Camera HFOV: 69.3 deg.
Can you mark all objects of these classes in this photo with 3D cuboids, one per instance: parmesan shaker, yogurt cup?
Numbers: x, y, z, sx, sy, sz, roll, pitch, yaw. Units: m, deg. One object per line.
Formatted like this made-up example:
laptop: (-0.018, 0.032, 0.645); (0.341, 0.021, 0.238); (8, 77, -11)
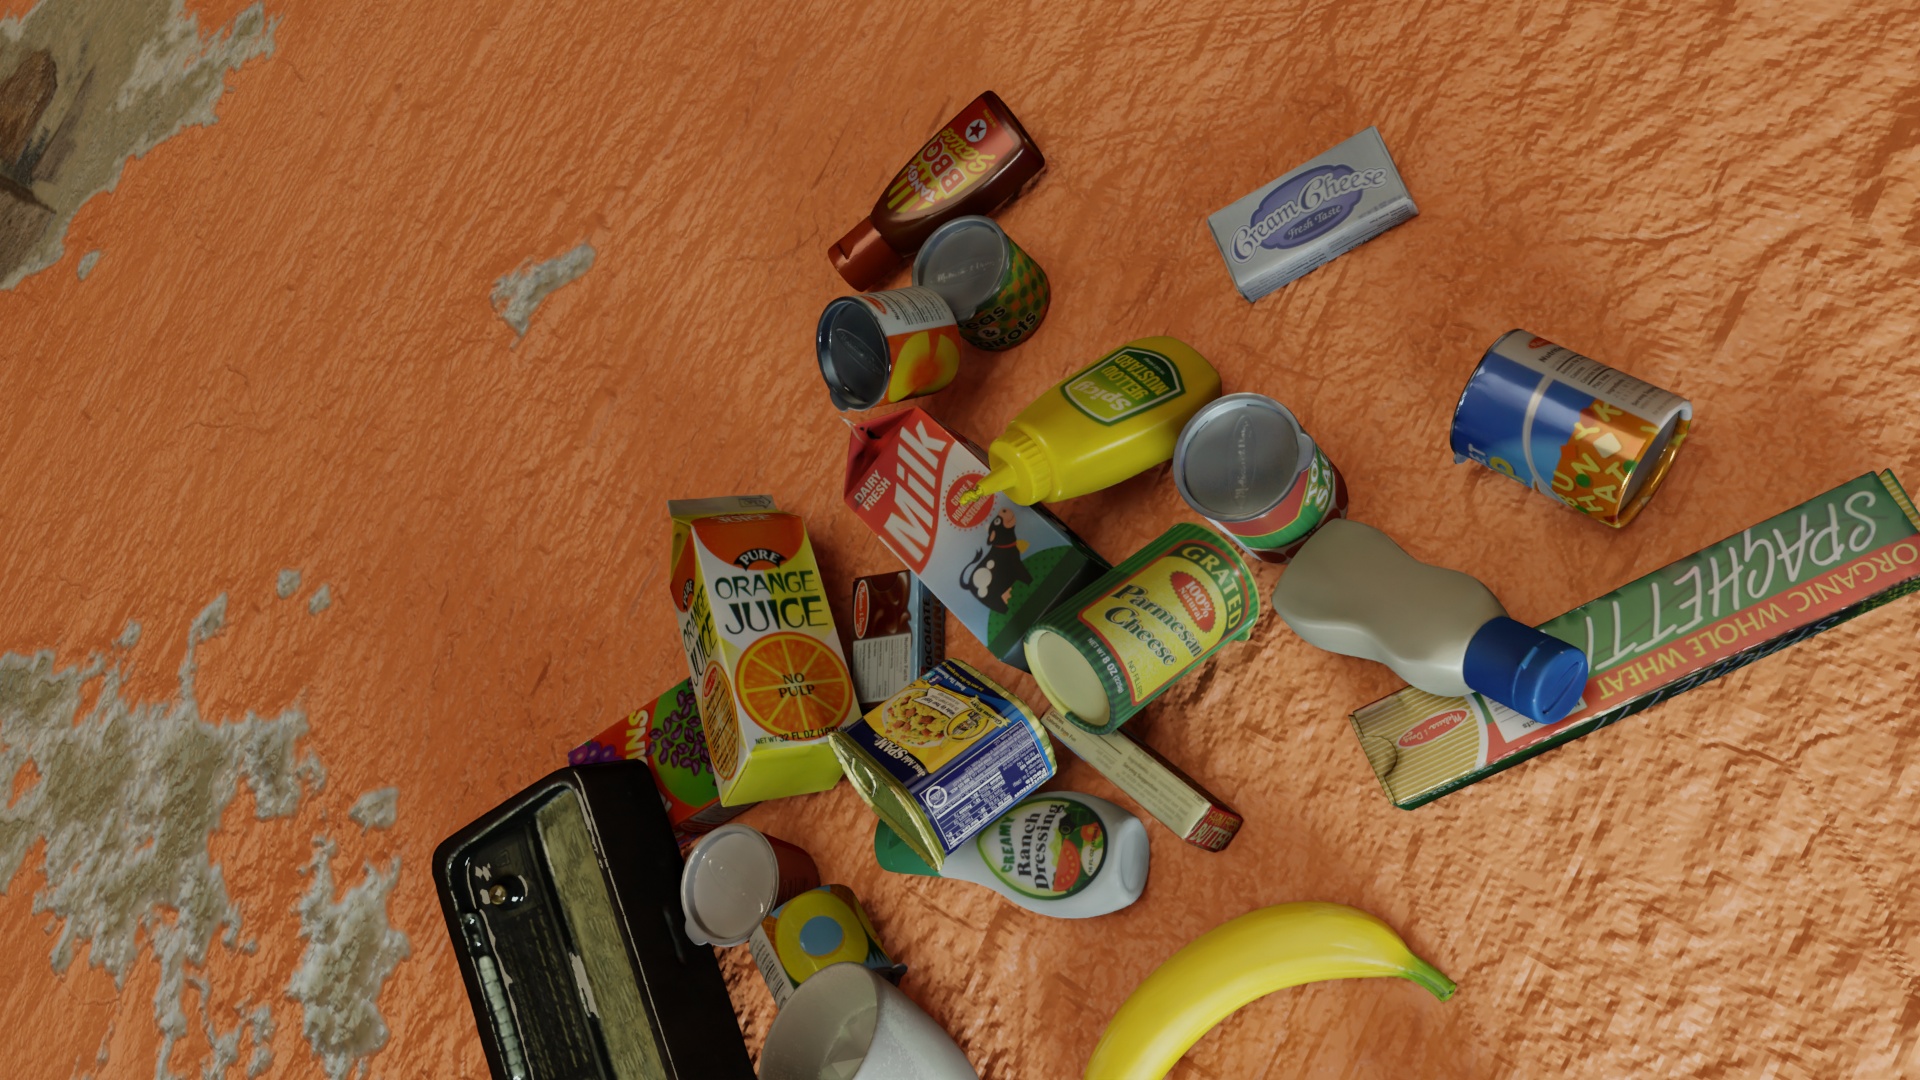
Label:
parmesan shaker: (0.093, 0.046, 0.699); (0.103, 0.071, 0.071); (-33, 51, -26)
yogurt cup: (-0.119, 0.201, 0.805); (0.072, 0.054, 0.072); (-10, 69, 27)

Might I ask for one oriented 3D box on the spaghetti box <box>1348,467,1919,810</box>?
spaghetti box: (0.301, 0.049, 0.624); (0.249, 0.028, 0.050); (-29, 61, 19)

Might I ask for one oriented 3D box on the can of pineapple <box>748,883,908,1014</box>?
can of pineapple: (-0.073, 0.231, 0.762); (0.071, 0.071, 0.058); (-44, 57, 11)

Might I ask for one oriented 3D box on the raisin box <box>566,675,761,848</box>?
raisin box: (-0.184, 0.147, 0.871); (0.123, 0.040, 0.086); (-32, 61, 19)

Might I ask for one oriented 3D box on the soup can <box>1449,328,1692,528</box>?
soup can: (0.283, -0.050, 0.649); (0.084, 0.071, 0.071); (34, 93, 34)

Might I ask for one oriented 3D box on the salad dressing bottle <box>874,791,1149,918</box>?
salad dressing bottle: (0.024, 0.164, 0.739); (0.147, 0.044, 0.064); (-3, 66, 30)

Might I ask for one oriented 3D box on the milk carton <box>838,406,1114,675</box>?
milk carton: (0.003, -0.010, 0.795); (0.073, 0.072, 0.191); (-50, 56, 7)

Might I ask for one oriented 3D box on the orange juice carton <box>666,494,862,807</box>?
orange juice carton: (-0.123, 0.053, 0.832); (0.072, 0.072, 0.193); (-57, 45, 49)

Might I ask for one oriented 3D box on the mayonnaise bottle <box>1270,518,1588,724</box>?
mayonnaise bottle: (0.216, 0.039, 0.645); (0.065, 0.041, 0.148); (-50, 37, -6)

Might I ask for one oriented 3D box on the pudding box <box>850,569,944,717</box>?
pudding box: (-0.037, 0.061, 0.819); (0.049, 0.030, 0.084); (-11, 68, 29)

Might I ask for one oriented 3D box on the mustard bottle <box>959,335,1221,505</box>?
mustard bottle: (0.066, -0.056, 0.740); (0.161, 0.048, 0.065); (-30, 53, -25)

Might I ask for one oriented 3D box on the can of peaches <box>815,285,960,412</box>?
can of peaches: (-0.043, -0.111, 0.813); (0.071, 0.058, 0.071); (20, 118, 42)

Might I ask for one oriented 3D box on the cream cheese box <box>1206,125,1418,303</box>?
cream cheese box: (0.194, -0.180, 0.770); (0.103, 0.024, 0.053); (-27, 61, 21)

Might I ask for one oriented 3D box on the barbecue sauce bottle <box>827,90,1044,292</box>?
barbecue sauce bottle: (-0.019, -0.220, 0.898); (0.148, 0.043, 0.065); (-37, 60, 15)

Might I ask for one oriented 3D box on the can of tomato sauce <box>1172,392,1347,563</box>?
can of tomato sauce: (0.156, -0.030, 0.705); (0.071, 0.083, 0.071); (-10, 69, 28)

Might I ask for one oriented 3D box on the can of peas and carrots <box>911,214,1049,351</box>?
can of peas and carrots: (0.014, -0.153, 0.846); (0.071, 0.058, 0.071); (-10, 70, 28)

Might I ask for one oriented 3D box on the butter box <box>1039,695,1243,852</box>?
butter box: (0.092, 0.118, 0.710); (0.104, 0.053, 0.024); (37, 92, 34)
